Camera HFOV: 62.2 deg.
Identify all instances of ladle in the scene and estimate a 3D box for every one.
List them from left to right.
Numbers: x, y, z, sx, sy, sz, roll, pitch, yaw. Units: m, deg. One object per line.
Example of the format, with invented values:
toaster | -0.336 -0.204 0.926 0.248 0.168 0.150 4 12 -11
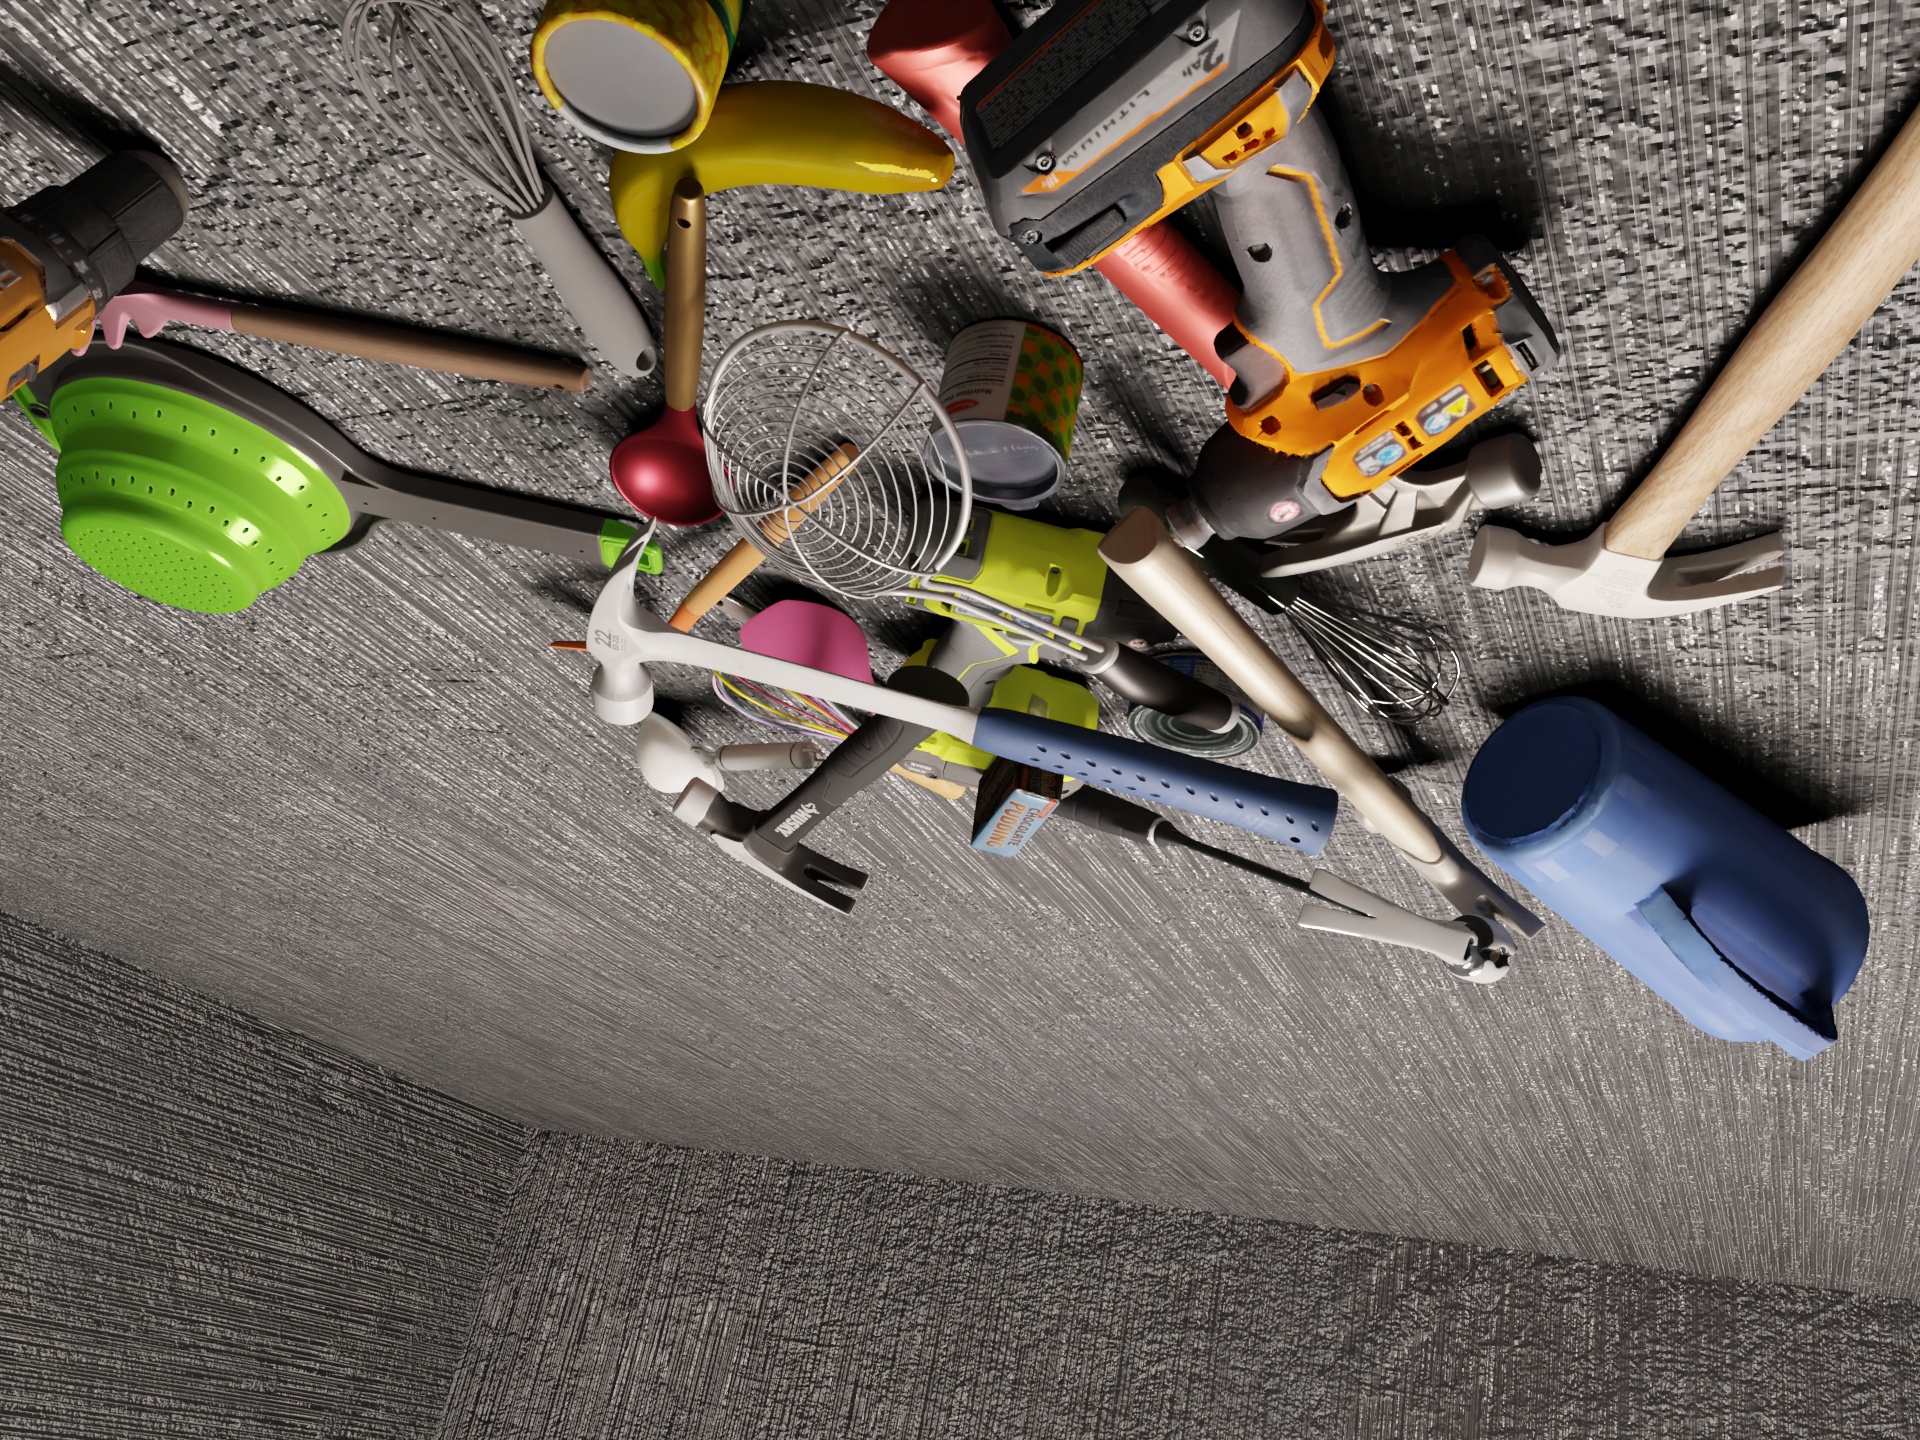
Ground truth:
ladle | -0.134 -0.164 0.753 0.069 0.031 0.315 13 164 -8

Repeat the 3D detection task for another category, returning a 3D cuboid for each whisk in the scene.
whisk | -0.186 -0.221 0.685 0.055 0.055 0.238 4 158 17
whisk | -0.083 0.003 1.127 0.244 0.051 0.047 29 172 -40
whisk | 0.179 -0.064 0.855 0.246 0.058 0.059 29 116 -26

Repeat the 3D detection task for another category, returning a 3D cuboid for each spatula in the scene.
spatula | -0.150 -0.088 0.953 0.081 0.041 0.322 6 155 -35

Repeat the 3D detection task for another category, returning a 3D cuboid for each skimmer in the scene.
skimmer | 0.030 -0.075 0.771 0.127 0.090 0.363 -17 155 38

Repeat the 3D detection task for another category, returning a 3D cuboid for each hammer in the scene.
hammer | -0.076 0.042 1.021 0.146 0.035 0.334 34 149 -11
hammer | -0.001 -0.003 0.838 0.405 0.035 0.144 15 142 2
hammer | 0.133 0.075 0.993 0.149 0.036 0.409 19 180 -38
hammer | 0.093 -0.170 0.672 0.149 0.037 0.358 -14 145 44
hammer | 0.199 0.011 0.868 0.038 0.146 0.410 -45 135 8
hammer | 0.325 -0.132 0.650 0.130 0.031 0.331 12 155 3

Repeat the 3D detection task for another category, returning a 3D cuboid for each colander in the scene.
colander | -0.381 -0.111 0.947 0.397 0.095 0.204 12 155 0

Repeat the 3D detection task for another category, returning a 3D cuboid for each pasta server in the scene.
pasta server | -0.348 -0.196 0.820 0.316 0.040 0.060 10 167 2

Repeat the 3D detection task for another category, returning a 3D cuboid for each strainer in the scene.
strainer | -0.174 0.027 1.150 0.258 0.050 0.086 -3 131 50

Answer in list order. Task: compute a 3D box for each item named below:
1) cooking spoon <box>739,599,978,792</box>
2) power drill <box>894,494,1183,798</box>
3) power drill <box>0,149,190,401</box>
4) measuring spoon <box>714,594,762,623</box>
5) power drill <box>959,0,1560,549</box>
cooking spoon | -0.042 0.000 1.098 0.069 0.017 0.318 -31 143 16
power drill | 0.040 -0.036 0.937 0.171 0.080 0.223 14 152 -3
power drill | -0.465 -0.240 0.668 0.226 0.185 0.084 43 146 -16
measuring spoon | -0.123 -0.052 1.042 0.124 0.018 0.034 31 150 -33
power drill | 0.100 -0.157 0.580 0.164 0.084 0.226 -35 132 21
